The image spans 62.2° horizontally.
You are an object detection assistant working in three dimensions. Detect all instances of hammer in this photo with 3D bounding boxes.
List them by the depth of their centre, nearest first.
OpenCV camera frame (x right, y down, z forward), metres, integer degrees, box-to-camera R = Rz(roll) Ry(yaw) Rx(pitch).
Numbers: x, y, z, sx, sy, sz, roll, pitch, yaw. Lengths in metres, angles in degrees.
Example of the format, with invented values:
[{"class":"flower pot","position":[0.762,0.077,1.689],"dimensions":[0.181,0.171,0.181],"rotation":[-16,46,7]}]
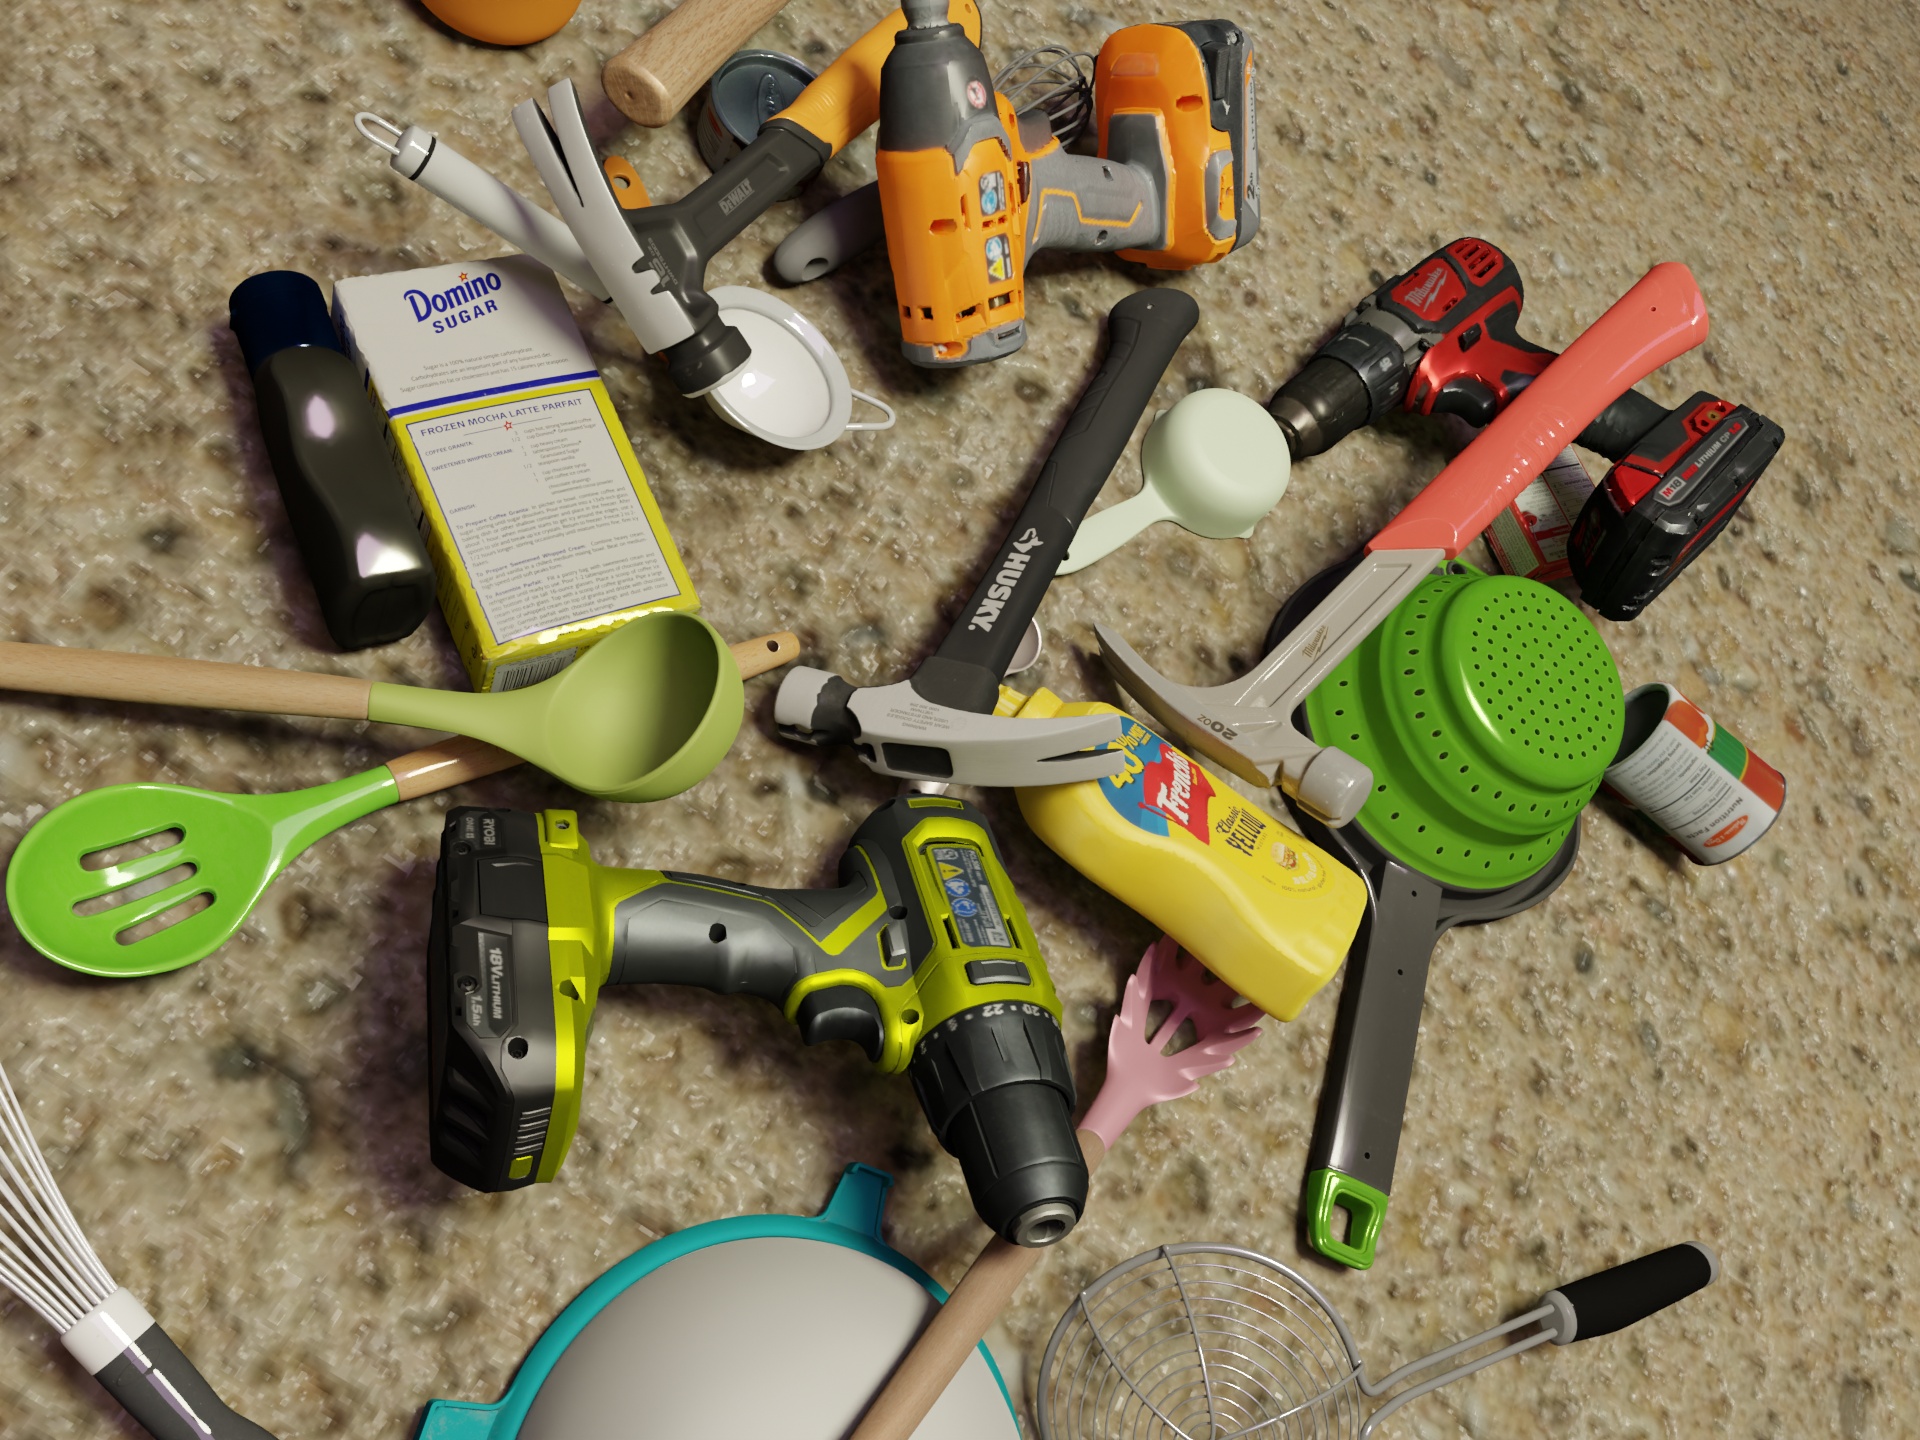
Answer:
[{"class":"hammer","position":[-0.070,-0.281,0.731],"dimensions":[0.127,0.034,0.337],"rotation":[59,40,-25]},{"class":"hammer","position":[0.051,-0.100,0.747],"dimensions":[0.146,0.035,0.335],"rotation":[12,51,21]},{"class":"hammer","position":[0.234,-0.109,0.773],"dimensions":[0.359,0.036,0.149],"rotation":[-43,59,-16]},{"class":"hammer","position":[-0.088,-0.387,0.800],"dimensions":[0.130,0.031,0.331],"rotation":[33,50,-6]}]

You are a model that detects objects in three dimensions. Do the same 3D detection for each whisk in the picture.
[{"class":"whisk","position":[-0.289,0.168,0.497],"dimensions":[0.070,0.070,0.284],"rotation":[-42,95,-32]},{"class":"whisk","position":[-0.008,-0.285,0.816],"dimensions":[0.055,0.055,0.239],"rotation":[49,62,-1]}]

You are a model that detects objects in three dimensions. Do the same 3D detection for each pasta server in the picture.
[{"class":"pasta server","position":[0.041,0.173,0.605],"dimensions":[0.060,0.040,0.316],"rotation":[39,37,10]}]

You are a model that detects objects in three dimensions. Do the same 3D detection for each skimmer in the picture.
[{"class":"skimmer","position":[0.200,0.267,0.698],"dimensions":[0.363,0.090,0.127],"rotation":[-1,90,-37]}]

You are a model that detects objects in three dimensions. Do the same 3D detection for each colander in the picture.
[{"class":"colander","position":[0.238,0.061,0.763],"dimensions":[0.204,0.094,0.397],"rotation":[27,61,-14]}]

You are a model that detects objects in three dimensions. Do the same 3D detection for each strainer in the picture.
[{"class":"strainer","position":[-0.025,0.331,0.530],"dimensions":[0.211,0.095,0.340],"rotation":[-22,79,-31]},{"class":"strainer","position":[-0.139,-0.181,0.681],"dimensions":[0.258,0.050,0.087],"rotation":[28,48,-36]}]

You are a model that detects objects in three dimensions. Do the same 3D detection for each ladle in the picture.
[{"class":"ladle","position":[-0.238,-0.017,0.565],"dimensions":[0.320,0.062,0.078],"rotation":[6,55,-10]}]

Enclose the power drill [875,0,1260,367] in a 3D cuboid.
[{"class":"power drill","position":[0.051,-0.280,0.777],"dimensions":[0.226,0.084,0.164],"rotation":[-30,124,-36]}]

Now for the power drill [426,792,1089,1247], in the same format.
[{"class":"power drill","position":[-0.070,0.106,0.576],"dimensions":[0.228,0.080,0.191],"rotation":[4,40,-22]}]

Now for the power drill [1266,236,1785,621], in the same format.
[{"class":"power drill","position":[0.292,-0.154,0.856],"dimensions":[0.188,0.080,0.227],"rotation":[-38,66,-23]}]

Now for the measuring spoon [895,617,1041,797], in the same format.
[{"class":"measuring spoon","position":[-0.001,-0.002,0.726],"dimensions":[0.034,0.018,0.124],"rotation":[38,65,-17]}]

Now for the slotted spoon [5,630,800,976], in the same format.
[{"class":"slotted spoon","position":[-0.195,0.018,0.617],"dimensions":[0.313,0.031,0.070],"rotation":[-23,81,-33]}]

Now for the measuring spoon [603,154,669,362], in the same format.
[{"class":"measuring spoon","position":[-0.148,-0.215,0.744],"dimensions":[0.021,0.011,0.117],"rotation":[-10,71,-29]}]

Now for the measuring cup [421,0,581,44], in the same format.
[{"class":"measuring cup","position":[-0.252,-0.383,0.737],"dimensions":[0.173,0.052,0.095],"rotation":[32,60,-9]}]

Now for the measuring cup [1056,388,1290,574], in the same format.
[{"class":"measuring cup","position":[0.104,-0.116,0.803],"dimensions":[0.167,0.038,0.083],"rotation":[-32,86,-34]}]
